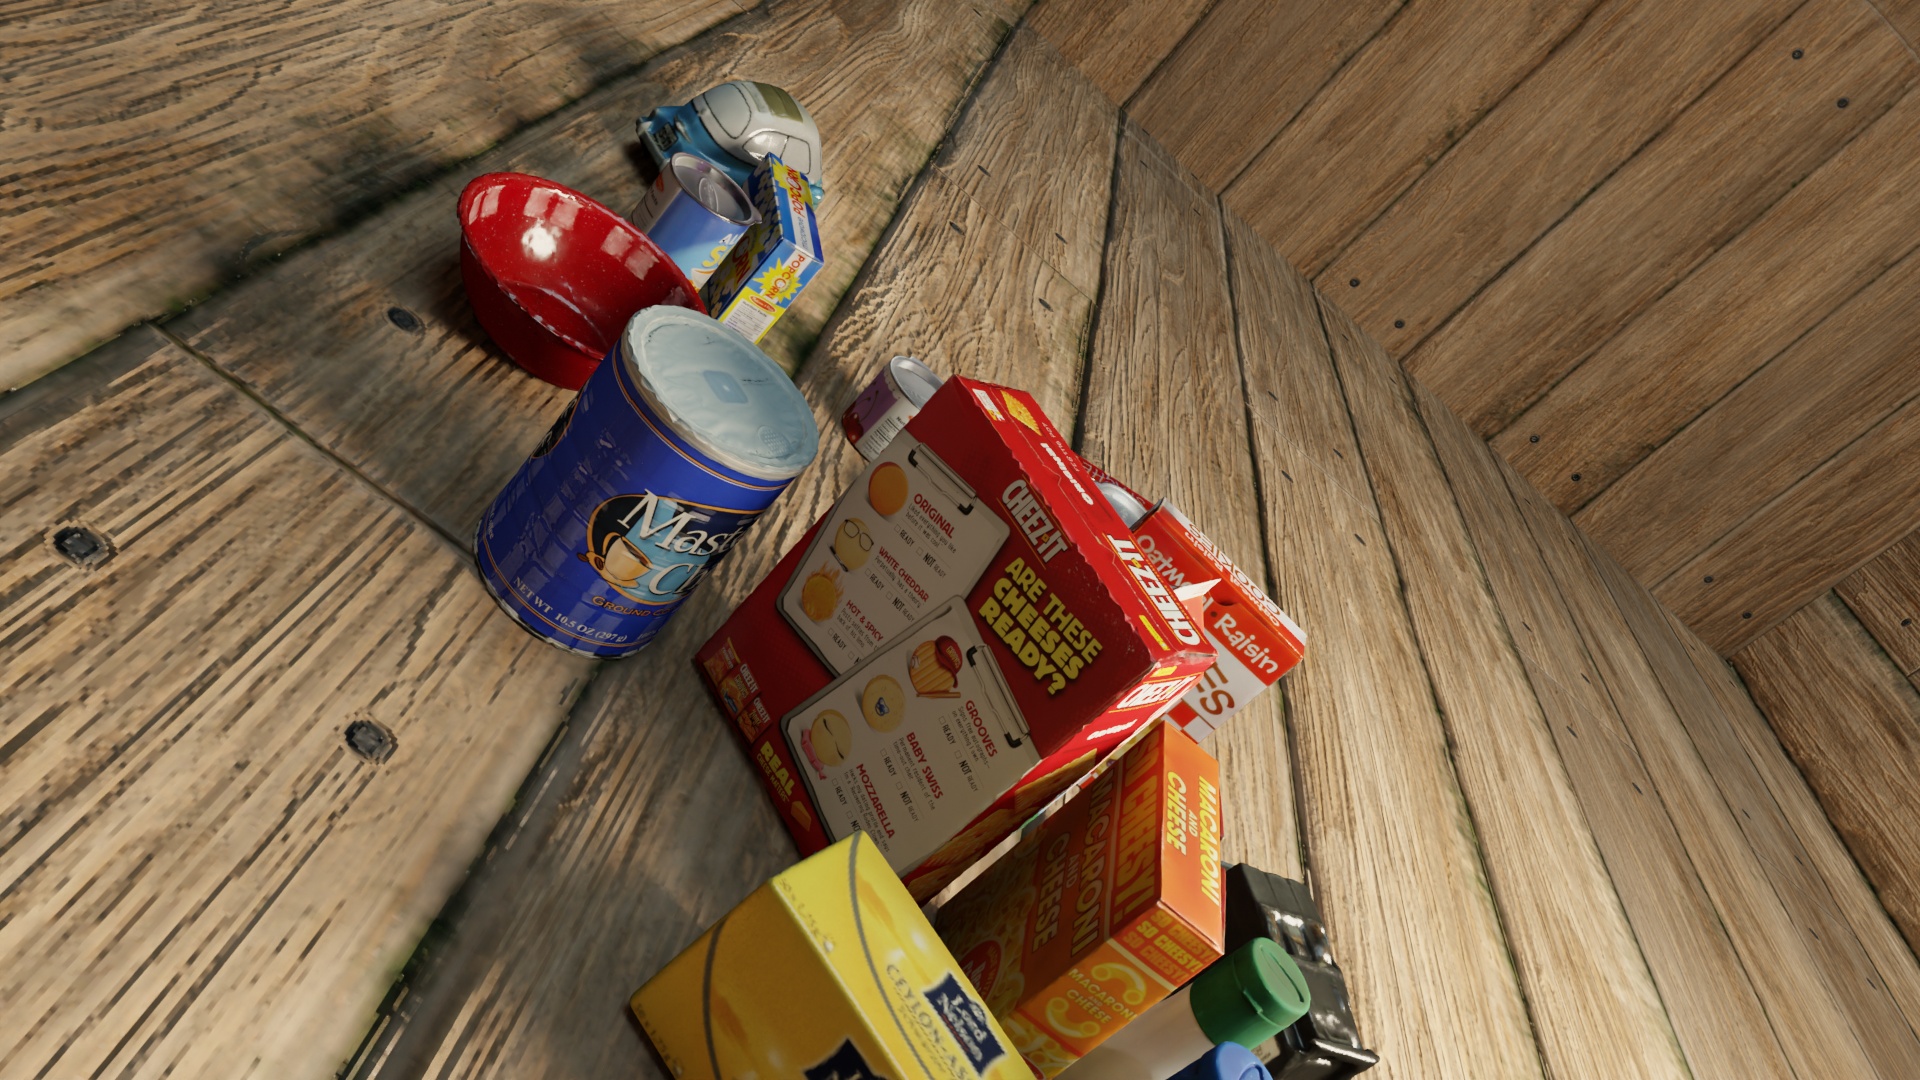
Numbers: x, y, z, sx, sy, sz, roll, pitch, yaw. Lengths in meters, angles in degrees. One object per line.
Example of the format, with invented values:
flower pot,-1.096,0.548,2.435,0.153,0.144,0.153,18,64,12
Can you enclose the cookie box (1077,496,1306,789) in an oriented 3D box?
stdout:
cookie box,0.108,0.073,0.849,0.123,0.167,0.040,44,26,-2

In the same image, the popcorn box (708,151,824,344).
popcorn box,-0.142,-0.209,0.992,0.038,0.085,0.127,27,31,-32

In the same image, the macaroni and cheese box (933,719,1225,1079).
macaroni and cheese box,0.046,0.172,0.618,0.040,0.166,0.124,39,26,-12

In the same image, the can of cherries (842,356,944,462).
can of cherries,-0.042,-0.090,0.994,0.071,0.058,0.072,34,28,-21

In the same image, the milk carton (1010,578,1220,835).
milk carton,0.058,0.082,0.738,0.073,0.190,0.072,53,27,16

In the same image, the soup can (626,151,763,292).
soup can,-0.184,-0.202,0.923,0.071,0.083,0.072,34,28,-21

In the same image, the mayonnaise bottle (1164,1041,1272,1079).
mayonnaise bottle,0.061,0.249,0.549,0.041,0.147,0.065,50,26,10

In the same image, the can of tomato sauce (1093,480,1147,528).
can of tomato sauce,0.096,0.007,1.024,0.071,0.082,0.071,34,28,-21

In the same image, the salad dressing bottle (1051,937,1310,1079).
salad dressing bottle,0.089,0.230,0.618,0.064,0.147,0.044,53,27,16

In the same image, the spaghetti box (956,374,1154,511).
spaghetti box,0.077,-0.048,1.114,0.250,0.050,0.029,31,29,-26
